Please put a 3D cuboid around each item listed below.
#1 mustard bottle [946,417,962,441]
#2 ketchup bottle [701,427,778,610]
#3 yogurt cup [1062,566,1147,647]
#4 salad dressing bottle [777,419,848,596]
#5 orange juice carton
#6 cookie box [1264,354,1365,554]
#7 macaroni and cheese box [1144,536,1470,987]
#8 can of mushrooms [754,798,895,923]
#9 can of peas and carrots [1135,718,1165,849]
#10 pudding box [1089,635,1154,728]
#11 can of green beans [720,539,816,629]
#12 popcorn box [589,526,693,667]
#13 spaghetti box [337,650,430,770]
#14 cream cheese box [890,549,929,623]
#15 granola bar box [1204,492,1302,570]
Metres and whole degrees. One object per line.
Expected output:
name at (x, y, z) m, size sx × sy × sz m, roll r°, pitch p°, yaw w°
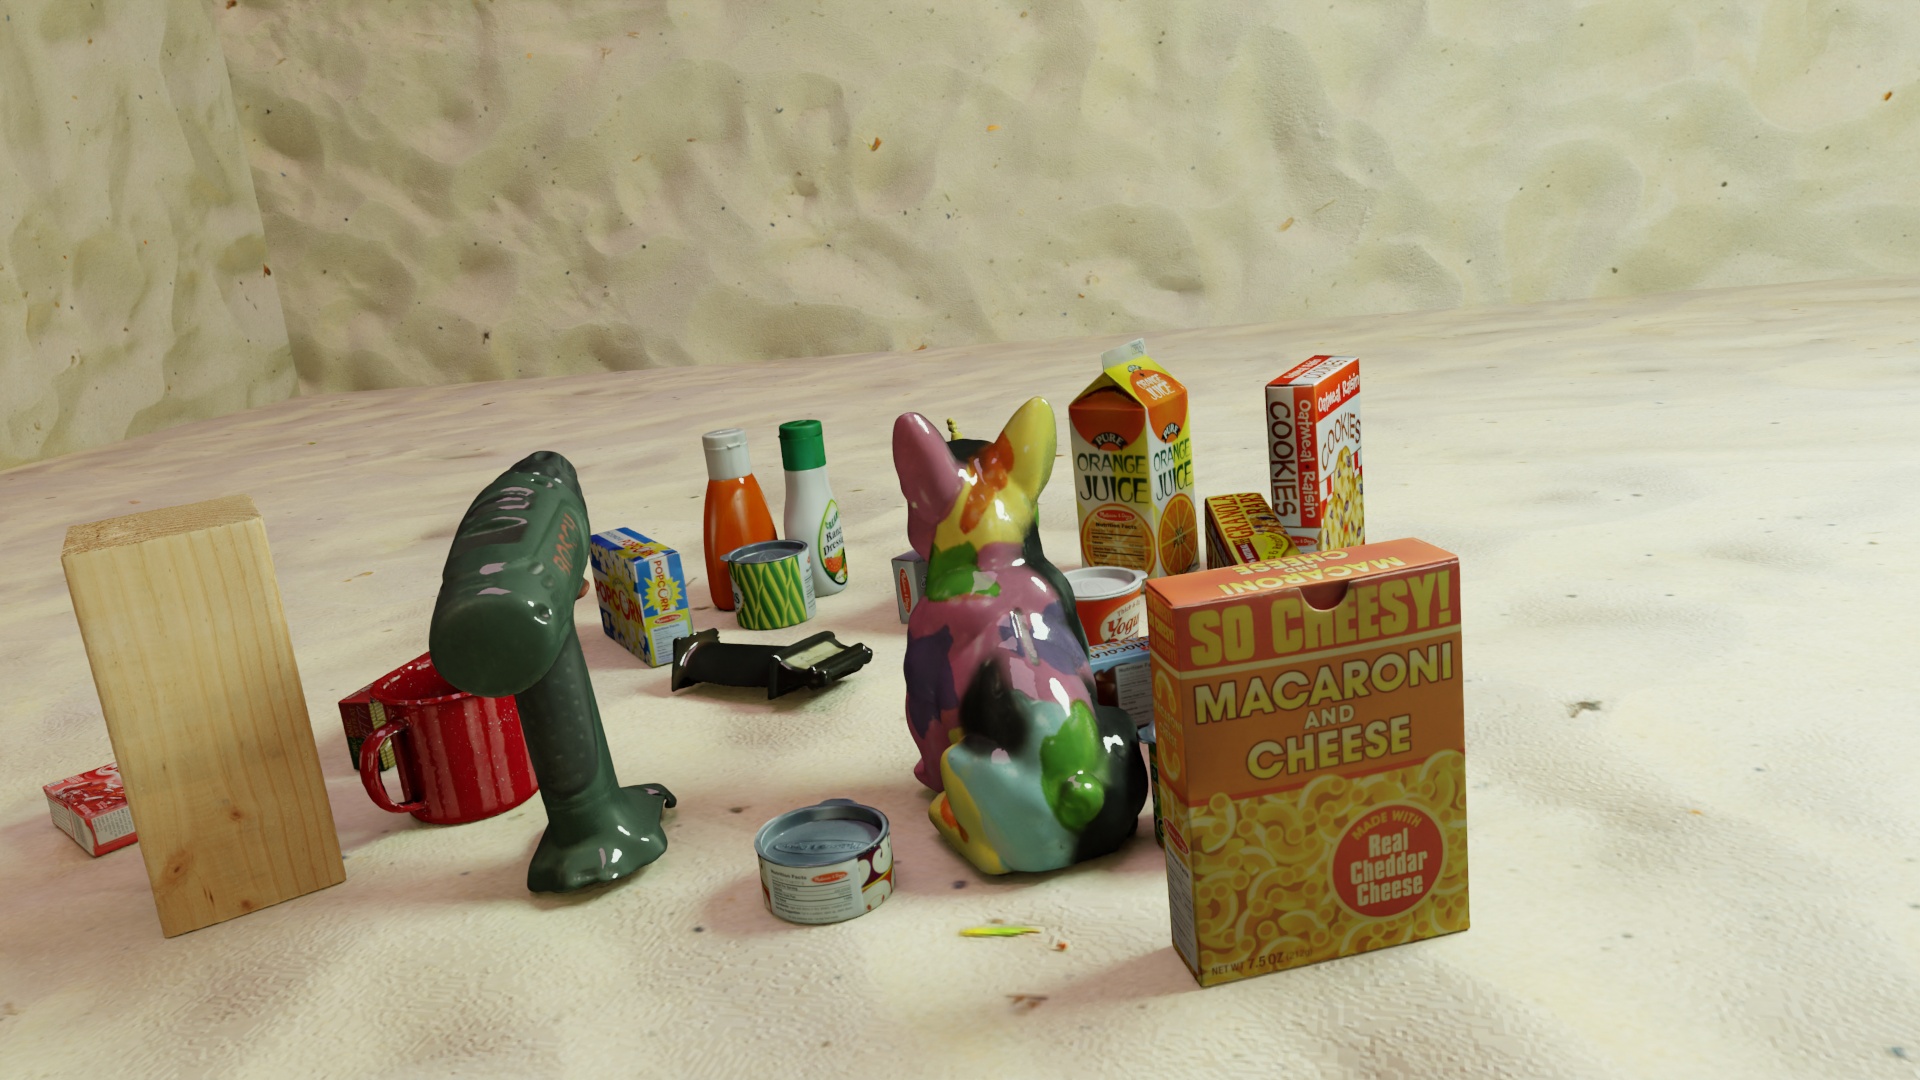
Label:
mustard bottle at (0.004, -0.013, 1.045) m, size 0.049 × 0.159 × 0.065 m, roll -2°, pitch 15°, yaw 18°
ketchup bottle at (-0.188, -0.019, 1.172) m, size 0.065 × 0.148 × 0.043 m, roll -15°, pitch 16°, yaw -31°
yogurt cup at (0.094, 0.053, 0.966) m, size 0.072 × 0.053 × 0.072 m, roll -6°, pitch 14°, yaw 2°
salad dressing bottle at (-0.127, -0.028, 1.181) m, size 0.044 × 0.147 × 0.064 m, roll -1°, pitch 15°, yaw 20°
orange juice carton at (0.137, -0.060, 1.104) m, size 0.073 × 0.192 × 0.072 m, roll 4°, pitch 18°, yaw 36°
cookie box at (0.270, -0.048, 1.051) m, size 0.040 × 0.167 × 0.123 m, roll 2°, pitch 16°, yaw 30°
macaroni and cheese box at (0.146, 0.091, 0.576) m, size 0.124 × 0.166 × 0.040 m, roll -9°, pitch 14°, yaw -10°
can of mushrooms at (-0.065, 0.156, 0.681) m, size 0.071 × 0.033 × 0.071 m, roll -6°, pitch 15°, yaw 2°
can of peas and carrots at (0.125, 0.120, 0.688) m, size 0.071 × 0.058 × 0.071 m, roll -6°, pitch 14°, yaw 2°
pudding box at (0.091, 0.089, 0.839) m, size 0.084 × 0.049 × 0.030 m, roll -10°, pitch 15°, yaw -15°
can of green beans at (-0.153, 0.036, 1.129) m, size 0.071 × 0.057 × 0.071 m, roll -6°, pitch 14°, yaw 2°
popcorn box at (-0.253, 0.042, 1.093) m, size 0.038 × 0.085 × 0.127 m, roll -15°, pitch 17°, yaw -29°
spaghetti box at (-0.356, 0.093, 1.011) m, size 0.028 × 0.050 × 0.251 m, roll -2°, pitch 15°, yaw 15°
cream cheese box at (-0.014, 0.026, 1.113) m, size 0.024 × 0.053 × 0.104 m, roll 4°, pitch 18°, yaw 35°
granola bar box at (0.171, 0.051, 0.800) m, size 0.039 × 0.124 × 0.166 m, roll -5°, pitch 14°, yaw 5°
